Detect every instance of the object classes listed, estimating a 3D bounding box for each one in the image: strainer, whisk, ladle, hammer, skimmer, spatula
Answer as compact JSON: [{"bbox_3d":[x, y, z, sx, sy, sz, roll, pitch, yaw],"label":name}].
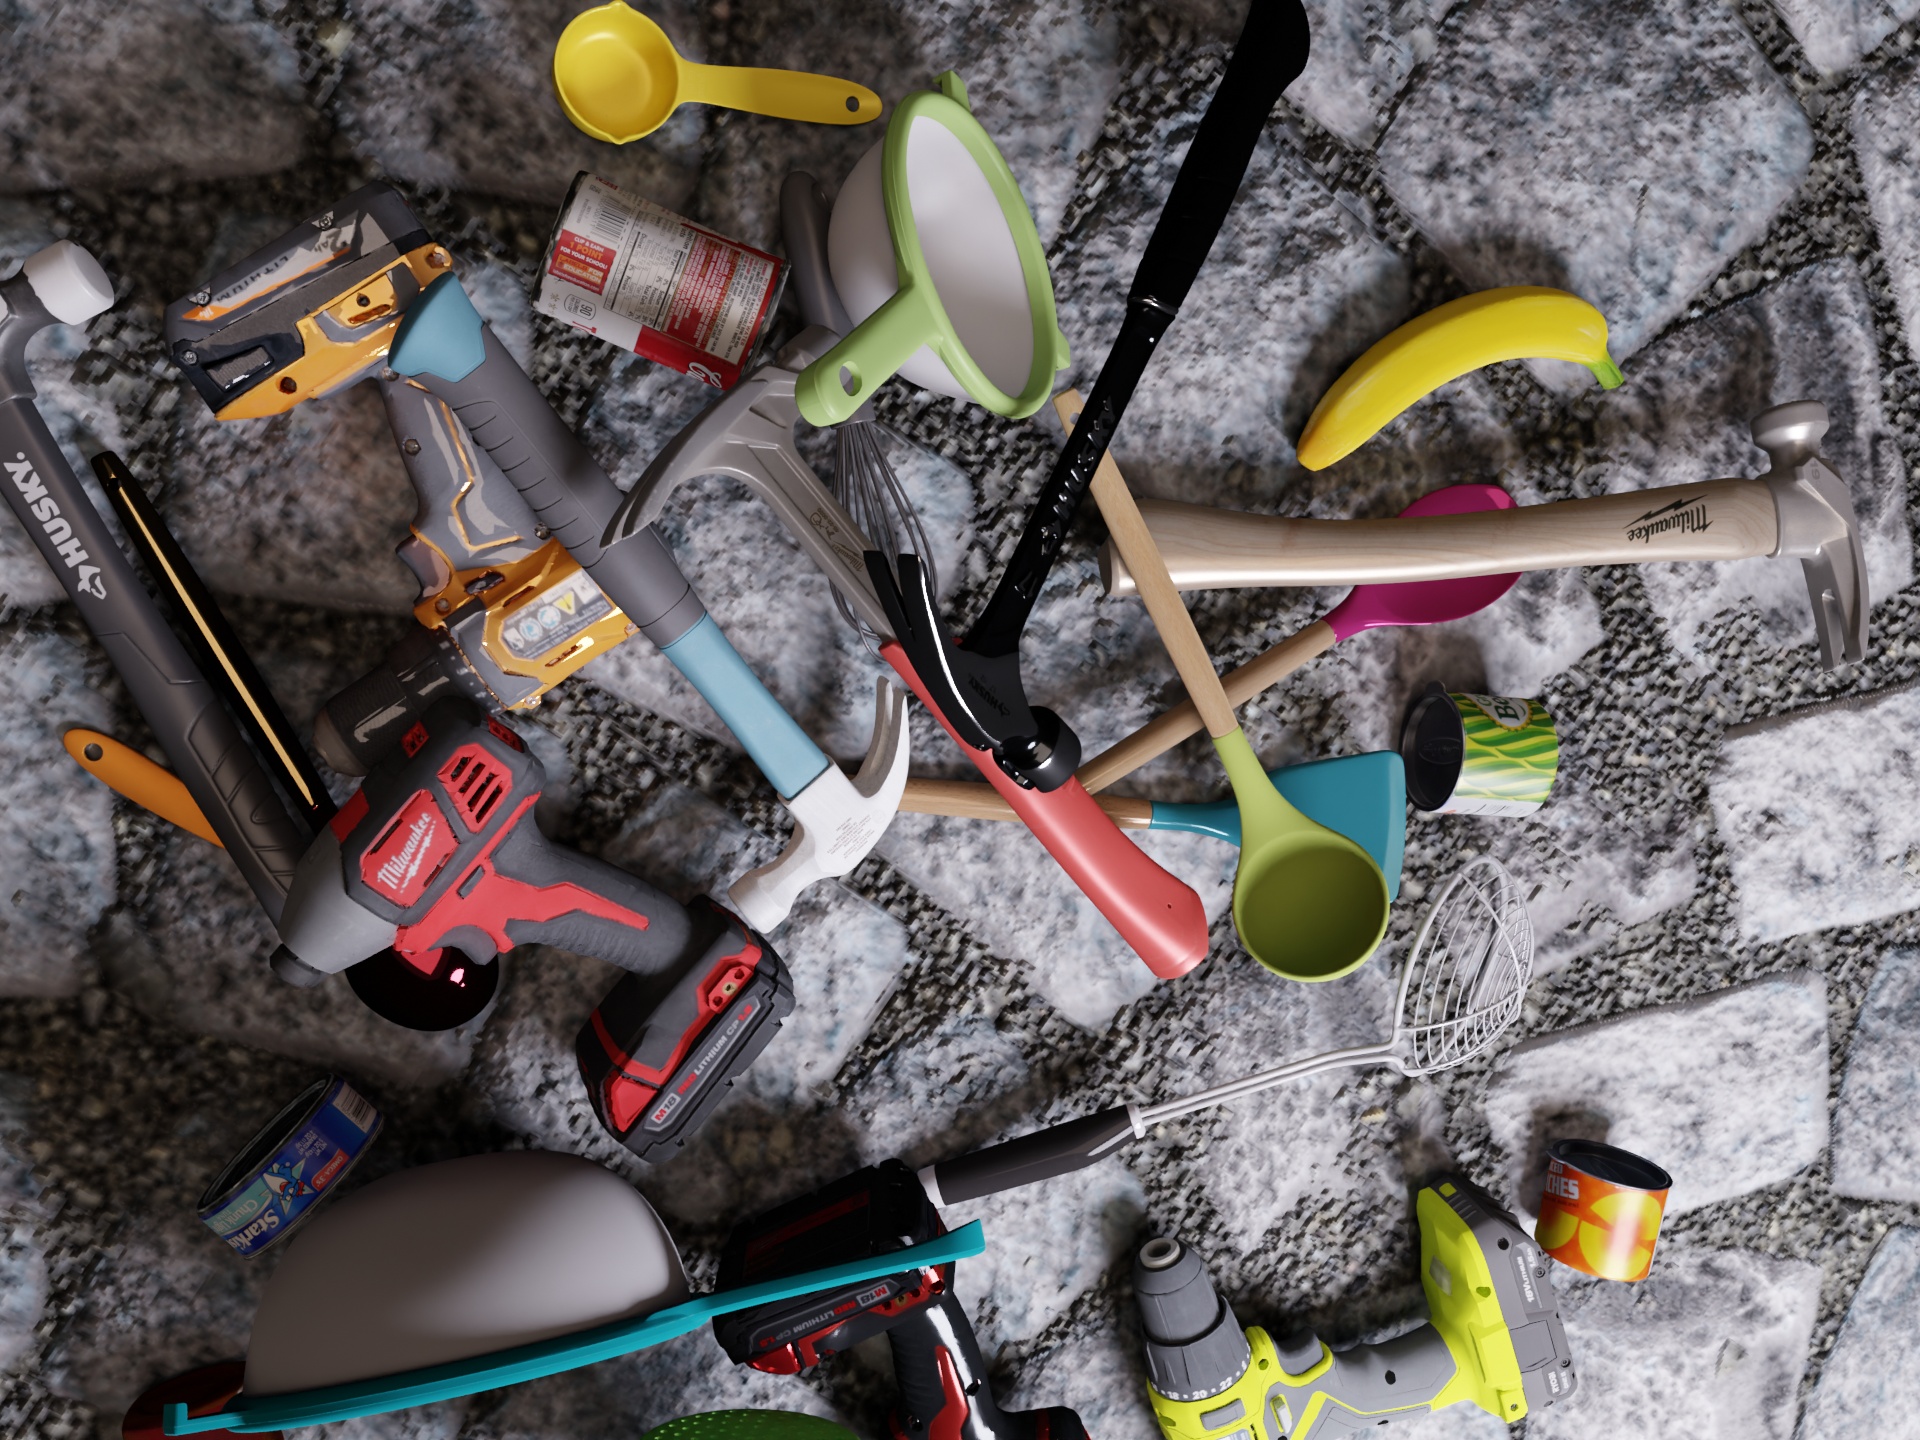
[{"bbox_3d":[-0.163,0.234,0.722,0.340,0.211,0.095,-13,76,2],"label":"strainer"},{"bbox_3d":[-0.055,-0.145,0.771,0.055,0.055,0.239,-14,98,-10],"label":"whisk"},{"bbox_3d":[-0.316,0.017,0.749,0.069,0.031,0.315,-28,102,-5],"label":"ladle"},{"bbox_3d":[-0.367,-0.028,0.707,0.146,0.035,0.334,-28,101,0],"label":"hammer"},{"bbox_3d":[0.078,-0.178,0.728,0.149,0.036,0.409,43,65,-46],"label":"hammer"},{"bbox_3d":[-0.135,-0.051,0.713,0.128,0.033,0.330,-41,121,-8],"label":"hammer"},{"bbox_3d":[0.277,-0.085,0.835,0.410,0.038,0.146,-5,79,-8],"label":"hammer"},{"bbox_3d":[0.121,-0.016,0.782,0.078,0.062,0.320,-26,99,5],"label":"ladle"},{"bbox_3d":[-0.001,-0.002,0.740,0.358,0.037,0.149,50,56,-20],"label":"hammer"},{"bbox_3d":[0.146,0.177,0.872,0.363,0.090,0.127,-19,131,2],"label":"skimmer"},{"bbox_3d":[-0.033,-0.178,0.697,0.069,0.256,0.151,-12,116,29],"label":"strainer"},{"bbox_3d":[0.077,0.045,0.832,0.317,0.044,0.082,5,86,-12],"label":"spatula"}]

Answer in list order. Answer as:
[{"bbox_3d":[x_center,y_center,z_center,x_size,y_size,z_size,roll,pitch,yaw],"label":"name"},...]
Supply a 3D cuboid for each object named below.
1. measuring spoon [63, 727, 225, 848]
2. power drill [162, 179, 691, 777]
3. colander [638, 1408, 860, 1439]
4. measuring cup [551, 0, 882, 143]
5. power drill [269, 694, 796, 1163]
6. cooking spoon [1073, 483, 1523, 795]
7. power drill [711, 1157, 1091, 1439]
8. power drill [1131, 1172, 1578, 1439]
[{"bbox_3d":[-0.368,0.040,0.747,0.116,0.011,0.021,37,90,-16],"label":"measuring spoon"},{"bbox_3d":[-0.257,-0.099,0.717,0.185,0.084,0.226,-34,110,-5],"label":"power drill"},{"bbox_3d":[-0.180,0.377,0.737,0.397,0.204,0.094,1,84,5],"label":"colander"},{"bbox_3d":[-0.114,-0.295,0.748,0.156,0.029,0.062,-2,100,-24],"label":"measuring cup"},{"bbox_3d":[-0.196,0.104,0.735,0.219,0.079,0.143,43,84,-29],"label":"power drill"},{"bbox_3d":[0.173,-0.034,0.838,0.319,0.017,0.069,-31,83,-12],"label":"cooking spoon"},{"bbox_3d":[-0.048,0.364,0.836,0.188,0.080,0.226,-26,107,6],"label":"power drill"},{"bbox_3d":[0.213,0.348,0.897,0.228,0.080,0.190,-20,103,-6],"label":"power drill"}]
